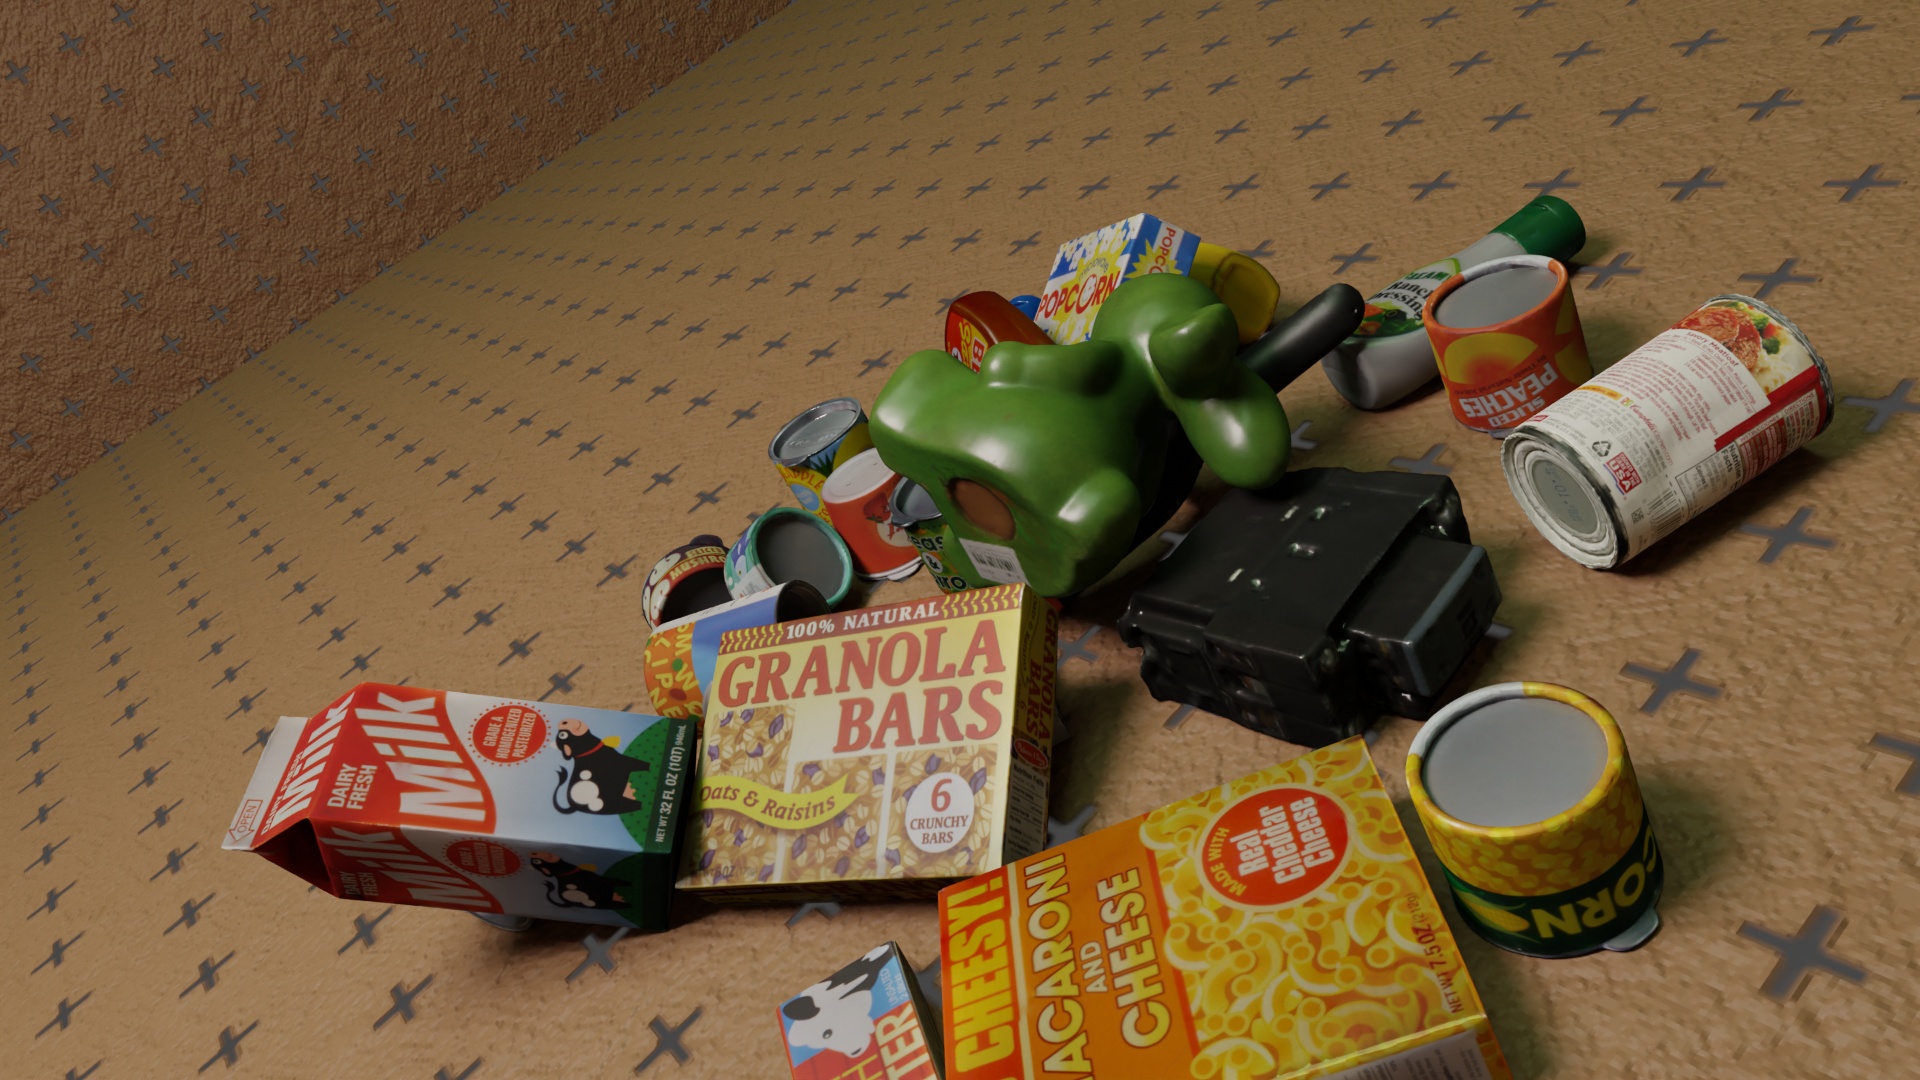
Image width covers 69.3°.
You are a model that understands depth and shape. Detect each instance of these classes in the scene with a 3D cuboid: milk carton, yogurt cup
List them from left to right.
[{"bbox_3d":[-0.220,0.118,0.625,0.191,0.073,0.073,8,46,-6],"label":"milk carton"},{"bbox_3d":[-0.045,-0.018,0.808,0.072,0.053,0.073,-22,29,13],"label":"yogurt cup"}]

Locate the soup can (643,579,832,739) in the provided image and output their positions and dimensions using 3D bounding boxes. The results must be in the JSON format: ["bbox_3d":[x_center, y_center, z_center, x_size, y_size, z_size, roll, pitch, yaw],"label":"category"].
[{"bbox_3d":[-0.112,0.066,0.727,0.083,0.071,0.072,-18,31,21],"label":"soup can"}]

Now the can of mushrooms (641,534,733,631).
[{"bbox_3d":[-0.147,0.035,0.798,0.071,0.070,0.033,-35,31,-9],"label":"can of mushrooms"}]

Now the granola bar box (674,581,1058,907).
[{"bbox_3d":[-0.039,0.092,0.604,0.165,0.039,0.125,-11,60,30],"label":"granola bar box"}]

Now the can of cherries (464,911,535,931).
[{"bbox_3d":[-0.227,0.151,0.693,0.071,0.071,0.059,-7,36,34],"label":"can of cherries"}]

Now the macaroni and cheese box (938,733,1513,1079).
[{"bbox_3d":[0.077,0.146,0.463,0.166,0.040,0.124,-23,30,11],"label":"macaroni and cheese box"}]

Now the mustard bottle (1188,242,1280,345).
[{"bbox_3d":[0.125,-0.154,0.857,0.160,0.065,0.049,22,85,59],"label":"mustard bottle"}]

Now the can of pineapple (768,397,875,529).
[{"bbox_3d":[-0.080,-0.047,0.878,0.071,0.057,0.071,-22,30,14],"label":"can of pineapple"}]

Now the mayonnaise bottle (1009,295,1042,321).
[{"bbox_3d":[0.026,-0.105,0.891,0.064,0.041,0.149,-8,36,28],"label":"mayonnaise bottle"}]

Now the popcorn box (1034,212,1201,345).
[{"bbox_3d":[0.081,-0.133,0.798,0.085,0.038,0.126,-70,17,-3],"label":"popcorn box"}]

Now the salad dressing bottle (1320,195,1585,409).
[{"bbox_3d":[0.256,-0.125,0.720,0.148,0.044,0.064,-35,29,-10],"label":"salad dressing bottle"}]

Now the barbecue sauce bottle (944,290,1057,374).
[{"bbox_3d":[0.037,-0.088,0.767,0.044,0.064,0.149,-17,31,-15],"label":"barbecue sauce bottle"}]

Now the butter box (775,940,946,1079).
[{"bbox_3d":[-0.030,0.195,0.496,0.053,0.024,0.104,-30,30,-2],"label":"butter box"}]

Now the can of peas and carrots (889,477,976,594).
[{"bbox_3d":[0.003,-0.009,0.747,0.071,0.058,0.071,-22,31,14],"label":"can of peas and carrots"}]

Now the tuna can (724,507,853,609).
[{"bbox_3d":[-0.095,0.015,0.780,0.032,0.071,0.071,-42,16,43],"label":"tuna can"}]

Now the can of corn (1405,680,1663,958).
[{"bbox_3d":[0.183,0.088,0.440,0.071,0.058,0.071,-22,30,14],"label":"can of corn"}]

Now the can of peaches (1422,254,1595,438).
[{"bbox_3d":[0.257,-0.092,0.653,0.071,0.058,0.071,-22,30,13],"label":"can of peaches"}]

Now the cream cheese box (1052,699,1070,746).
[{"bbox_3d":[0.013,0.067,0.655,0.053,0.024,0.104,-28,29,4],"label":"cream cheese box"}]
